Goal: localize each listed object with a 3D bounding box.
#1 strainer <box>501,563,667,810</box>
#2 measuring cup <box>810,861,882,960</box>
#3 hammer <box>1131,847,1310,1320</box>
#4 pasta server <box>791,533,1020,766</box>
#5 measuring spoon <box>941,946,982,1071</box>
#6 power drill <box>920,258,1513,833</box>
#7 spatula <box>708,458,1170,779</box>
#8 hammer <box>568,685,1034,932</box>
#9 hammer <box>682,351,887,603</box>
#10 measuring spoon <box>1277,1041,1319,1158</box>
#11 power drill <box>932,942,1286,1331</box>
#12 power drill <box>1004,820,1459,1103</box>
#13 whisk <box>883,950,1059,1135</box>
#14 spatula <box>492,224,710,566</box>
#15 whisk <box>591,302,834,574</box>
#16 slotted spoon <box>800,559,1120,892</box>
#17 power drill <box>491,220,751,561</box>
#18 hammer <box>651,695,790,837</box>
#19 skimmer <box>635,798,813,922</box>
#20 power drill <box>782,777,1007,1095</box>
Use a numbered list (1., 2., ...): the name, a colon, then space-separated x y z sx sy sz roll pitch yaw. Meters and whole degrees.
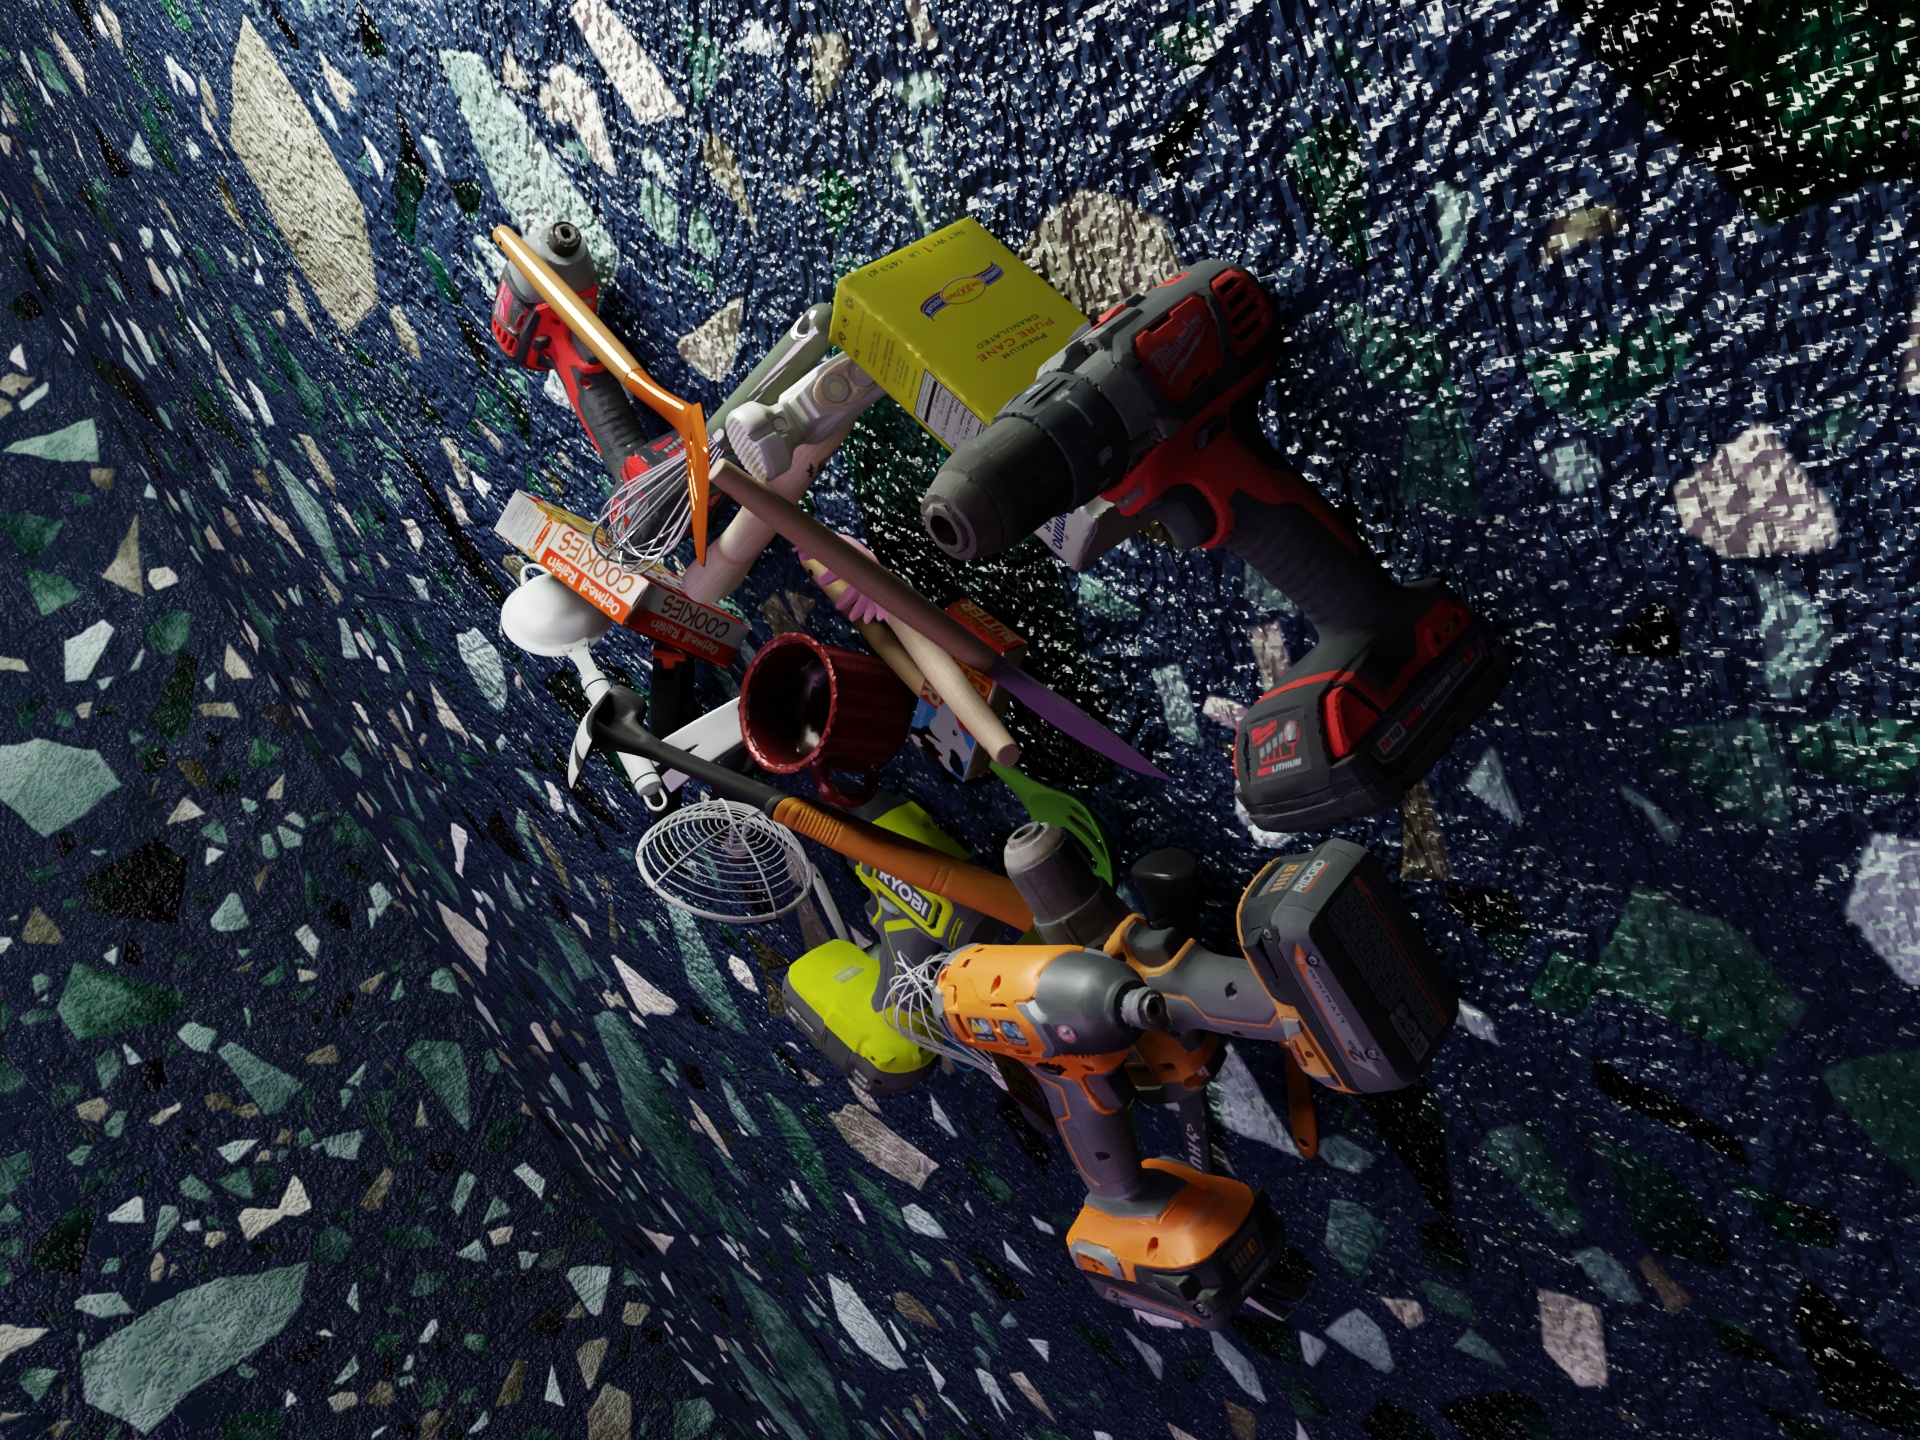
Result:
1. strainer: -0.281 -0.037 1.214 0.259 0.087 0.050 58 156 23
2. measuring cup: -0.077 0.181 1.316 0.083 0.038 0.167 -2 117 56
3. hammer: 0.155 0.244 1.045 0.149 0.036 0.408 25 139 39
4. pasta server: -0.033 -0.044 0.913 0.060 0.040 0.316 53 180 -32
5. measuring spoon: 0.002 0.225 1.272 0.042 0.021 0.128 26 131 42
6. power drill: 0.104 -0.061 0.656 0.226 0.188 0.080 54 152 -7
7. spatula: -0.005 -0.045 0.846 0.315 0.018 0.060 34 171 -30
8. hammer: -0.091 0.069 1.043 0.336 0.127 0.034 23 105 -8
9. hammer: -0.106 -0.142 0.977 0.038 0.146 0.410 57 160 -2
10. measuring spoon: 0.207 0.232 0.979 0.021 0.011 0.116 23 138 43
11. power drill: 0.090 0.224 0.887 0.164 0.084 0.226 -12 111 55
12. power drill: 0.133 0.124 0.873 0.226 0.084 0.185 -19 109 52
13. whisk: 0.021 0.241 1.150 0.070 0.070 0.284 27 162 39
14. spatula: -0.217 -0.218 0.966 0.323 0.041 0.081 47 144 31
15. whisk: -0.149 -0.168 0.972 0.246 0.059 0.058 -39 54 35
16. slotted spoon: -0.002 -0.003 1.027 0.314 0.031 0.070 47 146 18
17. power drill: -0.242 -0.231 1.096 0.219 0.078 0.143 57 150 1
18. hammer: -0.180 0.042 1.249 0.035 0.146 0.334 58 160 8
19. skimmer: -0.186 0.122 1.272 0.127 0.090 0.363 13 169 -6
20. power drill: -0.059 0.160 1.198 0.171 0.080 0.223 38 132 25
